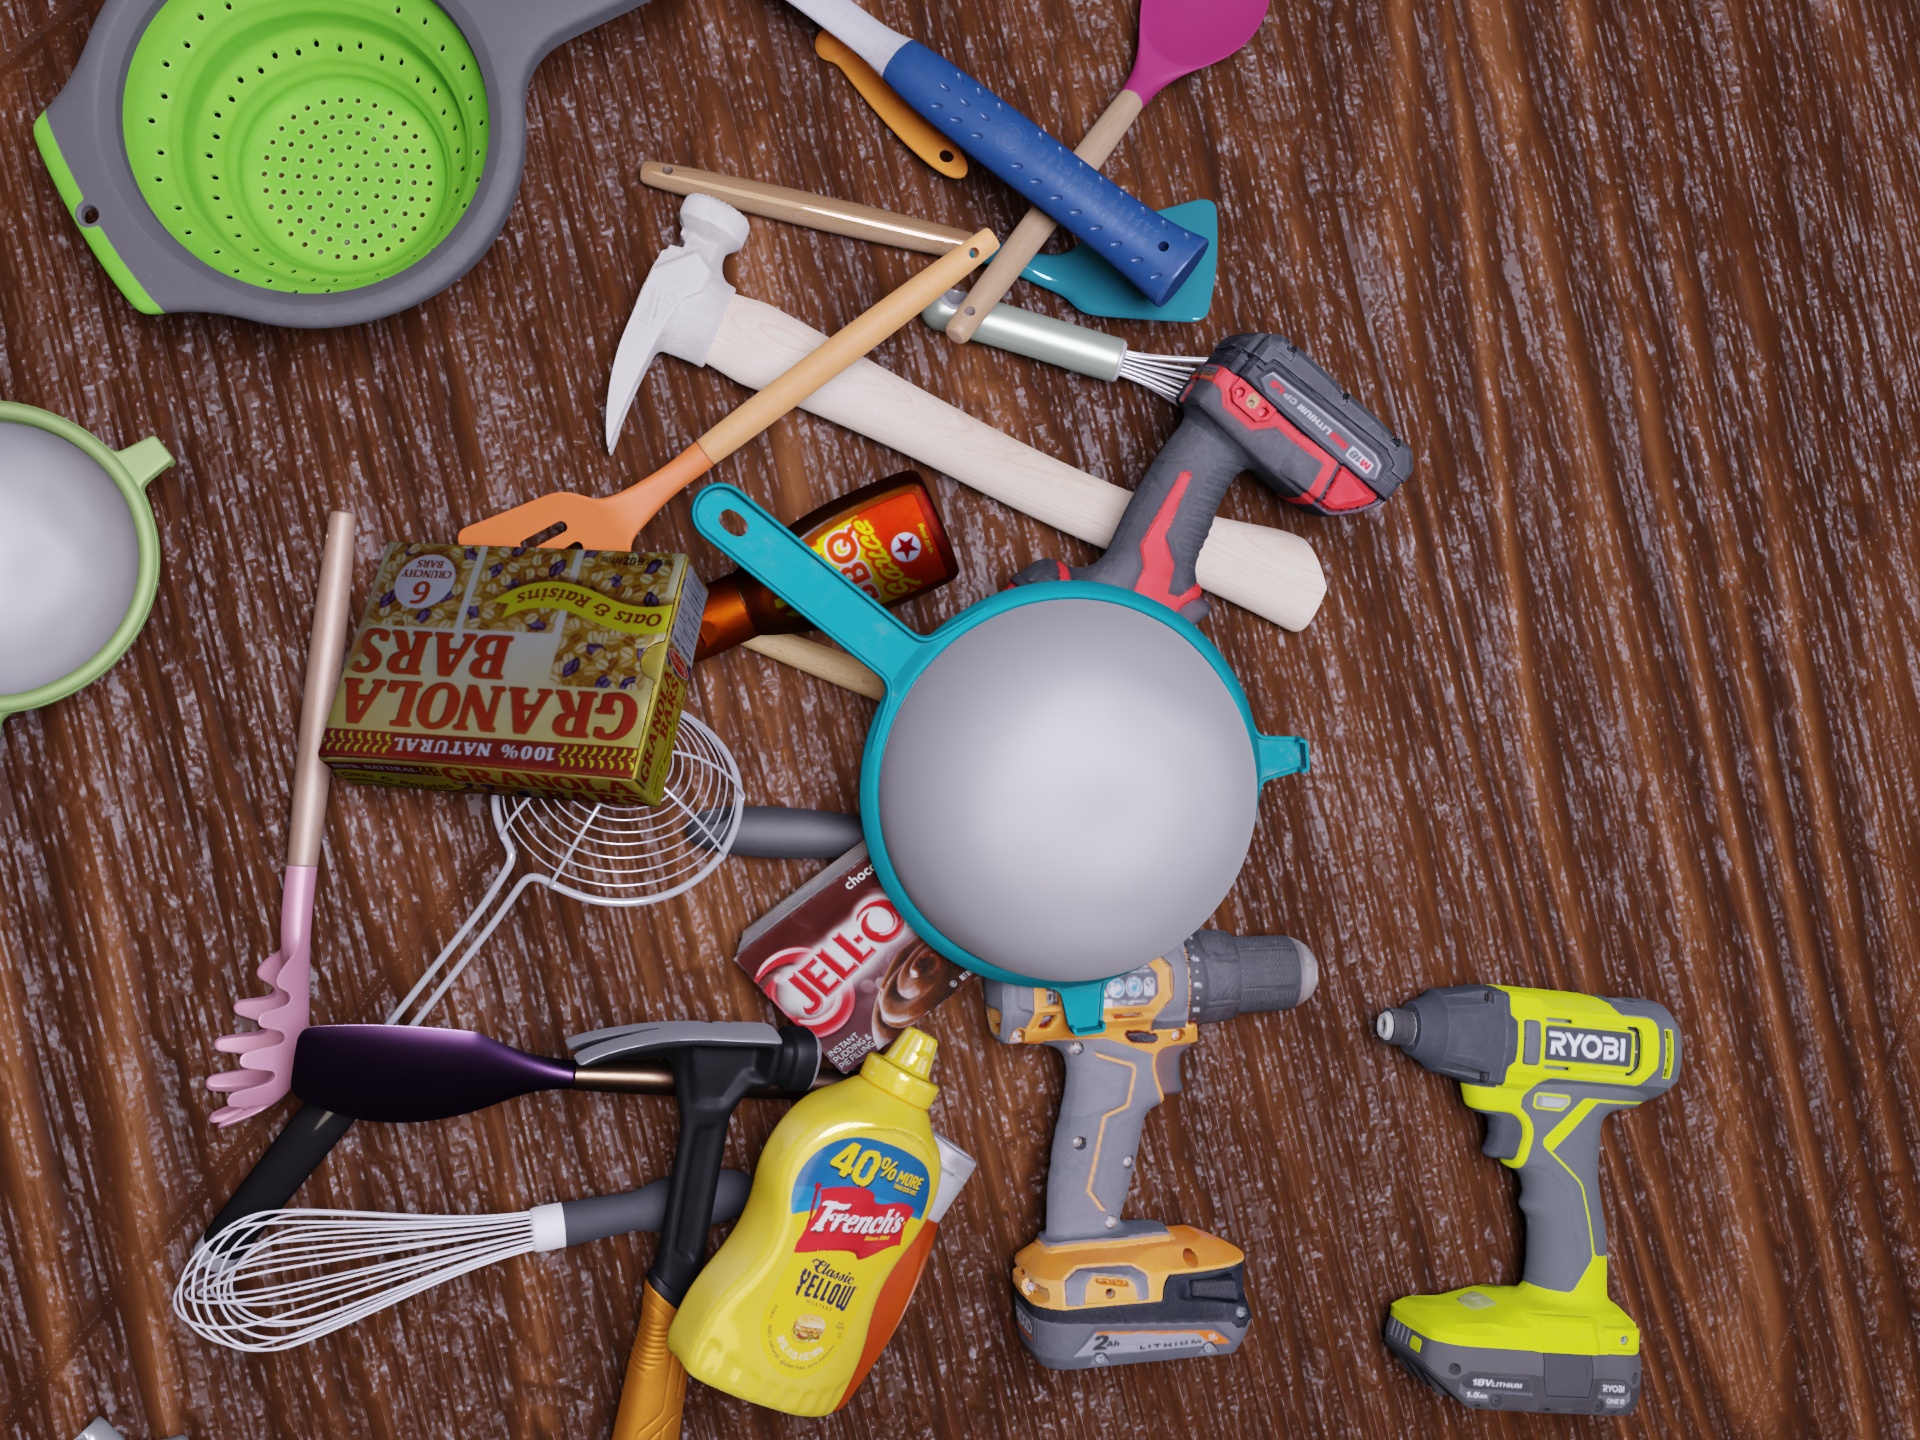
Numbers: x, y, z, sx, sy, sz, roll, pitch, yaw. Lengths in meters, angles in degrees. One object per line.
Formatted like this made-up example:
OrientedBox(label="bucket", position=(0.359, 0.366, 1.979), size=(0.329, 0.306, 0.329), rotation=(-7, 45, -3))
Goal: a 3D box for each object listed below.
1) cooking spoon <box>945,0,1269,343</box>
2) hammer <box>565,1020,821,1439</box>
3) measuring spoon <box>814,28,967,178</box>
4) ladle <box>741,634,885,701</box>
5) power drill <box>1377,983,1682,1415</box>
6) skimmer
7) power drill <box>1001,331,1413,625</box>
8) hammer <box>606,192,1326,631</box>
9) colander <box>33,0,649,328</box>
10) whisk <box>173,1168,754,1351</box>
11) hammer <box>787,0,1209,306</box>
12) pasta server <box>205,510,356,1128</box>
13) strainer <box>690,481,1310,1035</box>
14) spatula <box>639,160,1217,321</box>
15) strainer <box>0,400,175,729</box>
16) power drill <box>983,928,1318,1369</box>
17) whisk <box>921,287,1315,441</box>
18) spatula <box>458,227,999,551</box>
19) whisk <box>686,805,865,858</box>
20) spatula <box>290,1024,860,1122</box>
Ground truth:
OrientedBox(label="cooking spoon", position=(0.081, -0.327, 0.883), size=(0.069, 0.017, 0.319), rotation=(35, 72, -2))
OrientedBox(label="hammer", position=(-0.158, 0.317, 0.810), size=(0.127, 0.034, 0.337), rotation=(7, 97, -28))
OrientedBox(label="measuring spoon", position=(-0.038, -0.344, 0.882), size=(0.021, 0.011, 0.117), rotation=(-43, 85, -12))
OrientedBox(label="ladle", position=(-0.001, -0.003, 0.871), size=(0.315, 0.069, 0.031), rotation=(21, 113, -2))
OrientedBox(label="power drill", position=(0.312, 0.263, 0.900), size=(0.171, 0.080, 0.223), rotation=(7, 83, -10))
OrientedBox(label="skimmer", position=(-0.259, 0.139, 0.829), size=(0.127, 0.090, 0.363), rotation=(40, 93, 13))
OrientedBox(label="power drill", position=(0.127, -0.084, 0.846), size=(0.143, 0.078, 0.219), rotation=(39, 95, -11))
OrientedBox(label="hammer", position=(0.011, -0.137, 0.881), size=(0.410, 0.038, 0.146), rotation=(24, 86, -8))
OrientedBox(label="colander", position=(-0.249, -0.329, 0.812), size=(0.397, 0.094, 0.204), rotation=(-30, 93, -8))
OrientedBox(label="whisk", position=(-0.243, 0.263, 0.808), size=(0.284, 0.070, 0.070), rotation=(-5, 89, -21))
OrientedBox(label="hammer", position=(-0.045, -0.352, 0.843), size=(0.405, 0.035, 0.144), rotation=(39, 84, 5))
OrientedBox(label="pasta server", position=(-0.343, 0.047, 0.817), size=(0.040, 0.060, 0.316), rotation=(9, 83, -35))
OrientedBox(label="strainer", position=(0.013, 0.002, 0.754), size=(0.340, 0.095, 0.211), rotation=(39, 89, -16))
OrientedBox(label="spatula", position=(-0.017, -0.275, 0.877), size=(0.317, 0.044, 0.082), rotation=(10, 69, -7))
OrientedBox(label="strainer", position=(-0.472, -0.025, 0.782), size=(0.151, 0.069, 0.256), rotation=(5, 88, -11))
OrientedBox(label="power drill", position=(0.109, 0.221, 0.867), size=(0.185, 0.084, 0.226), rotation=(-1, 84, -11))
OrientedBox(label="whisk", position=(0.096, -0.200, 0.895), size=(0.246, 0.059, 0.058), rotation=(15, 49, -5))
OrientedBox(label="spatula", position=(-0.114, -0.155, 0.827), size=(0.322, 0.041, 0.081), rotation=(-37, 107, 0))
OrientedBox(label="whisk", position=(-0.029, 0.061, 0.866), size=(0.239, 0.055, 0.055), rotation=(2, 88, -5))
OrientedBox(label="spatula", position=(-0.174, 0.185, 0.819), size=(0.315, 0.018, 0.059), rotation=(7, 115, -21))
